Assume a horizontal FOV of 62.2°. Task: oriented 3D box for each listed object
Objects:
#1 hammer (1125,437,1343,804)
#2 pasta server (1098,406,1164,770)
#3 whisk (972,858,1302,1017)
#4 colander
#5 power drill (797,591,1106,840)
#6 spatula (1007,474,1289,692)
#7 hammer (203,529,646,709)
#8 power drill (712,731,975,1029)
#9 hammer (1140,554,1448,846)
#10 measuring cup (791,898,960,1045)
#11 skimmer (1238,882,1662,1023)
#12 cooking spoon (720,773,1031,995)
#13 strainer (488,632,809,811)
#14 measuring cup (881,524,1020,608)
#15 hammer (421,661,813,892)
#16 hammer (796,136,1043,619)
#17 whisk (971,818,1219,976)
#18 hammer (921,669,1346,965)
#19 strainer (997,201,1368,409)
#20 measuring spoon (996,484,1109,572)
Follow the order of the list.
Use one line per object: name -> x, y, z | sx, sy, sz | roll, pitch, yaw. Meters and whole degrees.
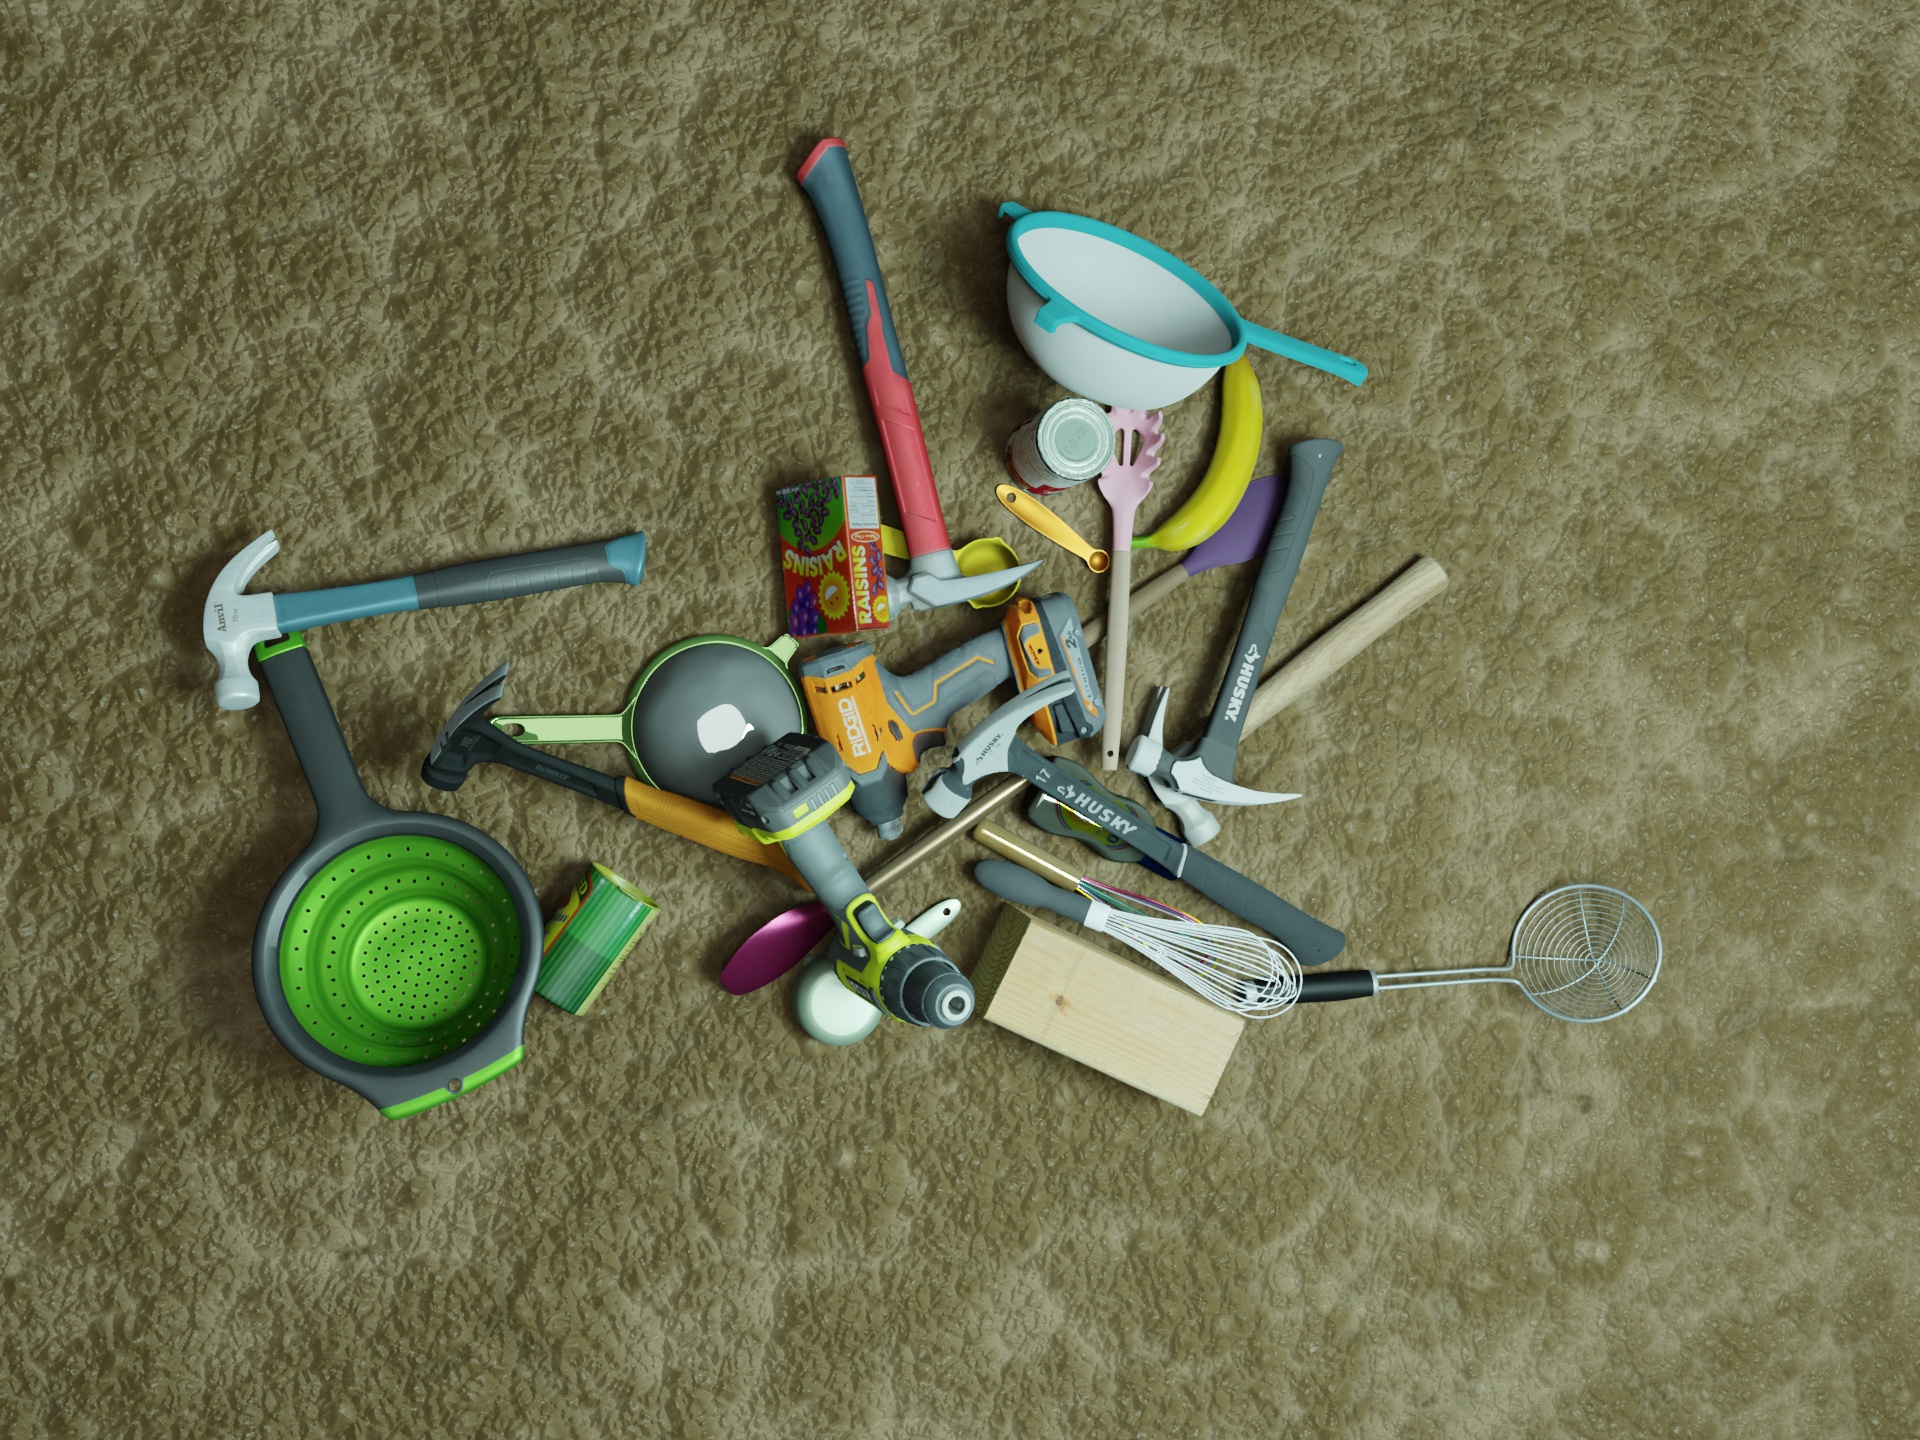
hammer -> 0.262, -0.087, 1.352 | 0.146, 0.035, 0.335 | 22, 81, -7
pasta server -> 0.134, -0.116, 1.335 | 0.060, 0.040, 0.316 | 3, 84, 5
whisk -> 0.142, 0.174, 1.310 | 0.284, 0.070, 0.070 | 20, 87, 9
colander -> -0.450, 0.105, 1.213 | 0.204, 0.094, 0.397 | -23, 78, -15
power drill -> -0.002, -0.004, 1.295 | 0.226, 0.084, 0.164 | -17, 99, -1
spatula -> 0.170, -0.117, 1.369 | 0.316, 0.018, 0.060 | -35, 80, -9
hammer -> -0.404, -0.100, 1.223 | 0.331, 0.033, 0.128 | -11, 75, -16
power drill -> -0.080, 0.127, 1.181 | 0.080, 0.191, 0.228 | -35, 106, -18
hammer -> 0.293, -0.040, 1.391 | 0.331, 0.031, 0.130 | -37, 99, -9
measuring cup -> -0.064, 0.203, 1.314 | 0.167, 0.038, 0.083 | -37, 99, -7
skimmer -> 0.428, 0.214, 1.398 | 0.363, 0.090, 0.127 | -3, 60, -10
cooking spoon -> -0.059, 0.126, 1.301 | 0.319, 0.017, 0.068 | -35, 142, -7
strainer -> -0.243, 0.006, 1.255 | 0.256, 0.069, 0.151 | -1, 92, -14
measuring cup -> -0.025, -0.138, 1.327 | 0.156, 0.029, 0.062 | 18, 90, 0
hammer -> -0.232, 0.061, 1.226 | 0.336, 0.127, 0.034 | 24, 42, -27
hammer -> -0.046, -0.284, 1.291 | 0.143, 0.038, 0.386 | -14, 91, 0
whisk -> 0.117, 0.150, 1.353 | 0.245, 0.051, 0.047 | 29, 91, -9
hammer -> 0.170, 0.102, 1.311 | 0.408, 0.036, 0.149 | 31, 111, -25
strainer -> 0.176, -0.304, 1.315 | 0.340, 0.211, 0.095 | 13, 129, -22
measuring spoon -> 0.078, -0.164, 1.353 | 0.117, 0.011, 0.021 | 35, 87, -7
